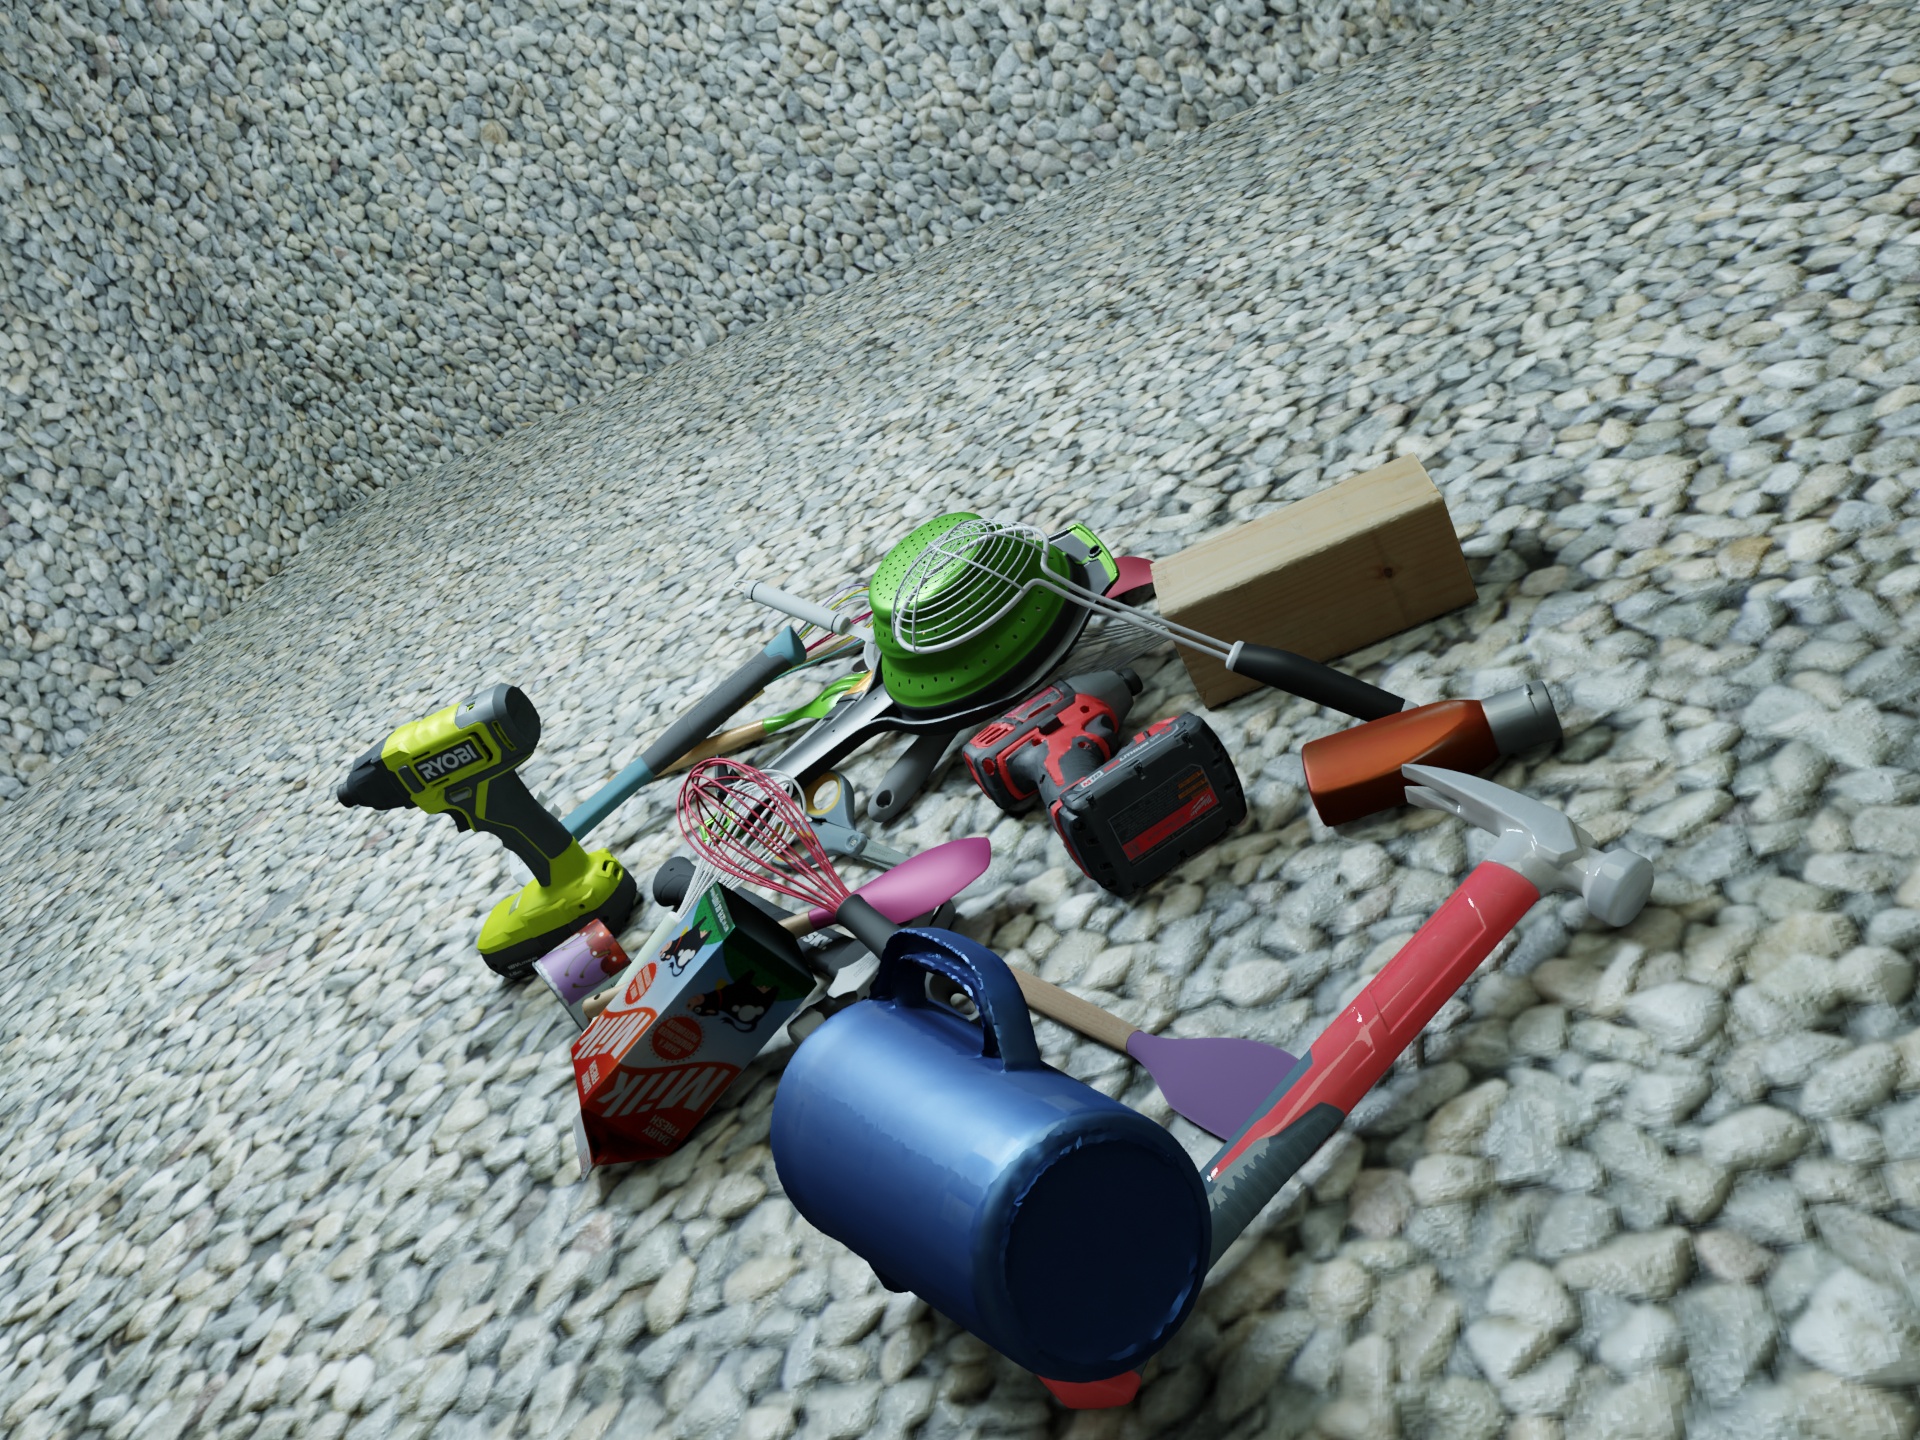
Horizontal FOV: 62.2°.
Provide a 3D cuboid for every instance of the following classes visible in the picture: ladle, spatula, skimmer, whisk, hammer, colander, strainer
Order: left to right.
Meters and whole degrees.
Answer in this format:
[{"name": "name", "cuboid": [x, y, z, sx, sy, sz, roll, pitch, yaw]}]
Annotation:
[{"name": "hammer", "cuboid": [-0.270, 0.033, 1.429, 0.331, 0.033, 0.128, -40, 38, -4]}, {"name": "whisk", "cuboid": [-0.196, 0.140, 1.151, 0.246, 0.059, 0.057, -54, -7, -3]}, {"name": "hammer", "cuboid": [-0.137, 0.144, 1.166, 0.146, 0.035, 0.335, -42, 28, -23]}, {"name": "whisk", "cuboid": [-0.170, -0.045, 1.493, 0.245, 0.051, 0.047, -36, -8, -5]}, {"name": "whisk", "cuboid": [-0.086, 0.113, 1.039, 0.073, 0.073, 0.296, -40, 56, -23]}, {"name": "strainer", "cuboid": [-0.101, -0.084, 1.448, 0.258, 0.050, 0.087, 22, 57, 21]}, {"name": "colander", "cuboid": [-0.068, -0.045, 1.241, 0.397, 0.094, 0.205, -37, 33, 6]}, {"name": "hammer", "cuboid": [-0.073, -0.032, 1.358, 0.337, 0.034, 0.127, -39, 26, 3]}, {"name": "whisk", "cuboid": [-0.001, -0.003, 1.291, 0.055, 0.055, 0.239, 2, 44, 47]}, {"name": "spatula", "cuboid": [0.085, 0.174, 0.906, 0.060, 0.018, 0.316, -42, 30, -22]}, {"name": "whisk", "cuboid": [0.143, -0.065, 1.249, 0.284, 0.070, 0.070, -20, 26, 6]}, {"name": "skimmer", "cuboid": [0.125, -0.048, 1.082, 0.363, 0.090, 0.127, 22, 55, 13]}, {"name": "ladle", "cuboid": [0.219, -0.123, 1.305, 0.315, 0.031, 0.069, 0, 37, 42]}, {"name": "hammer", "cuboid": [0.167, 0.170, 0.780, 0.386, 0.038, 0.143, -41, 43, -20]}]

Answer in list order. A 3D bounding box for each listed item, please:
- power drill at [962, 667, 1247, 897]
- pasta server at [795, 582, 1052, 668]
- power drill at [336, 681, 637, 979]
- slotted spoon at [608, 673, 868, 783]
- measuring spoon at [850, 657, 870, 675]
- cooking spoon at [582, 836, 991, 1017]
[{"name": "power drill", "cuboid": [0.098, 0.027, 1.100, 0.143, 0.078, 0.220, -33, 23, -8]}, {"name": "pasta server", "cuboid": [-0.043, -0.091, 1.514, 0.316, 0.040, 0.060, -18, 28, 31]}, {"name": "power drill", "cuboid": [-0.379, 0.093, 1.283, 0.171, 0.223, 0.080, -23, 26, 12]}, {"name": "slotted spoon", "cuboid": [-0.202, 0.014, 1.479, 0.314, 0.031, 0.070, -19, 22, 22]}, {"name": "measuring spoon", "cuboid": [-0.041, -0.058, 1.467, 0.124, 0.018, 0.034, -16, 26, 12]}, {"name": "cooking spoon", "cuboid": [-0.123, 0.145, 1.088, 0.319, 0.017, 0.069, -23, 28, 14]}]
